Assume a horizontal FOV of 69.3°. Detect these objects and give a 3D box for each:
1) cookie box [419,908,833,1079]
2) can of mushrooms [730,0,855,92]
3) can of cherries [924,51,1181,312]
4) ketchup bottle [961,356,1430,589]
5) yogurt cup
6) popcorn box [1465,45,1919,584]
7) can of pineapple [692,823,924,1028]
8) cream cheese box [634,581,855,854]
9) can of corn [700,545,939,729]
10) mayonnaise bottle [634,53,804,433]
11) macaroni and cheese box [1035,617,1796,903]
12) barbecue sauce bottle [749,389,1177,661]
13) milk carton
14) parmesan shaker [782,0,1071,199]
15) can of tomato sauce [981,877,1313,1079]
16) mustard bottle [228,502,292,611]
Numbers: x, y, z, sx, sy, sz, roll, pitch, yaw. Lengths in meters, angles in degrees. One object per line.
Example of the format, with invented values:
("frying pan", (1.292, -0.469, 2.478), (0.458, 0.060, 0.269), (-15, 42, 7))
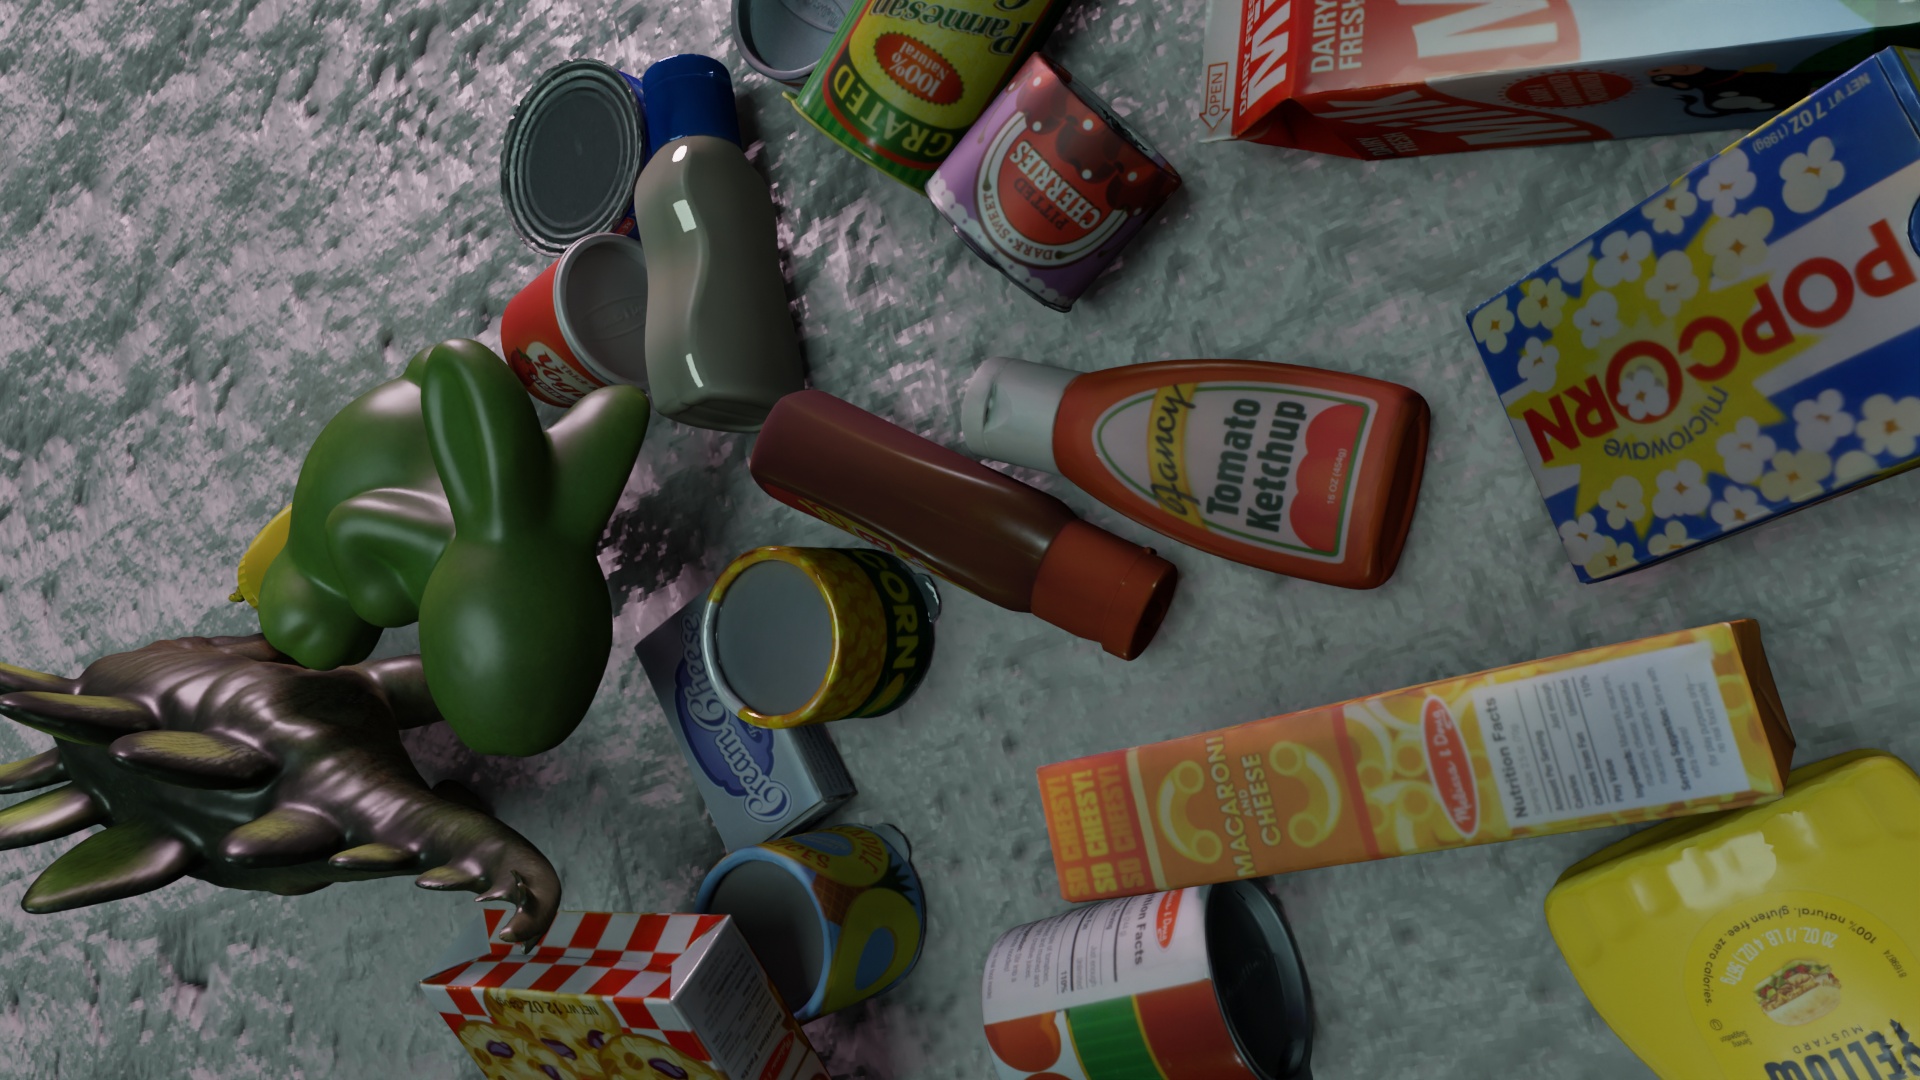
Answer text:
("cookie box", (-0.101, 0.207, 0.498), (0.123, 0.040, 0.167), (-9, 118, 31))
("can of mushrooms", (-0.053, -0.210, 0.542), (0.071, 0.033, 0.071), (-2, 87, 32))
("can of cherries", (0.031, -0.119, 0.464), (0.058, 0.071, 0.071), (-47, 66, 20))
("ketchup bottle", (0.071, -0.031, 0.452), (0.149, 0.043, 0.064), (15, 96, 32))
("yogurt cup", (-0.154, -0.088, 0.581), (0.054, 0.072, 0.072), (-15, 80, 38))
("popcorn box", (0.198, -0.049, 0.347), (0.126, 0.038, 0.085), (-38, 65, 57))
("can of pineapple", (-0.056, 0.140, 0.512), (0.071, 0.058, 0.071), (-2, 87, 31))
("cream cheese box", (-0.087, 0.071, 0.554), (0.053, 0.024, 0.104), (-38, 69, 25))
("can of corn", (-0.051, 0.034, 0.514), (0.071, 0.058, 0.071), (-1, 88, 31))
("mayonnaise bottle", (-0.100, -0.119, 0.551), (0.041, 0.065, 0.148), (-19, 74, 33))
("macaroni and cheese box", (0.123, 0.059, 0.369), (0.166, 0.124, 0.040), (-18, 78, 30))
("barbecue sauce bottle", (0.002, -0.006, 0.484), (0.149, 0.065, 0.043), (25, 93, 21))
("milk carton", (0.157, -0.154, 0.387), (0.190, 0.073, 0.072), (5, 91, 32))
("parmesan shaker", (-0.008, -0.183, 0.491), (0.071, 0.071, 0.102), (42, 109, 26))
("can of tomato sauce", (0.059, 0.147, 0.438), (0.083, 0.071, 0.071), (-24, 76, 29))
("mustard bottle", (-0.307, 0.007, 0.677), (0.160, 0.049, 0.065), (-16, 79, 31))
